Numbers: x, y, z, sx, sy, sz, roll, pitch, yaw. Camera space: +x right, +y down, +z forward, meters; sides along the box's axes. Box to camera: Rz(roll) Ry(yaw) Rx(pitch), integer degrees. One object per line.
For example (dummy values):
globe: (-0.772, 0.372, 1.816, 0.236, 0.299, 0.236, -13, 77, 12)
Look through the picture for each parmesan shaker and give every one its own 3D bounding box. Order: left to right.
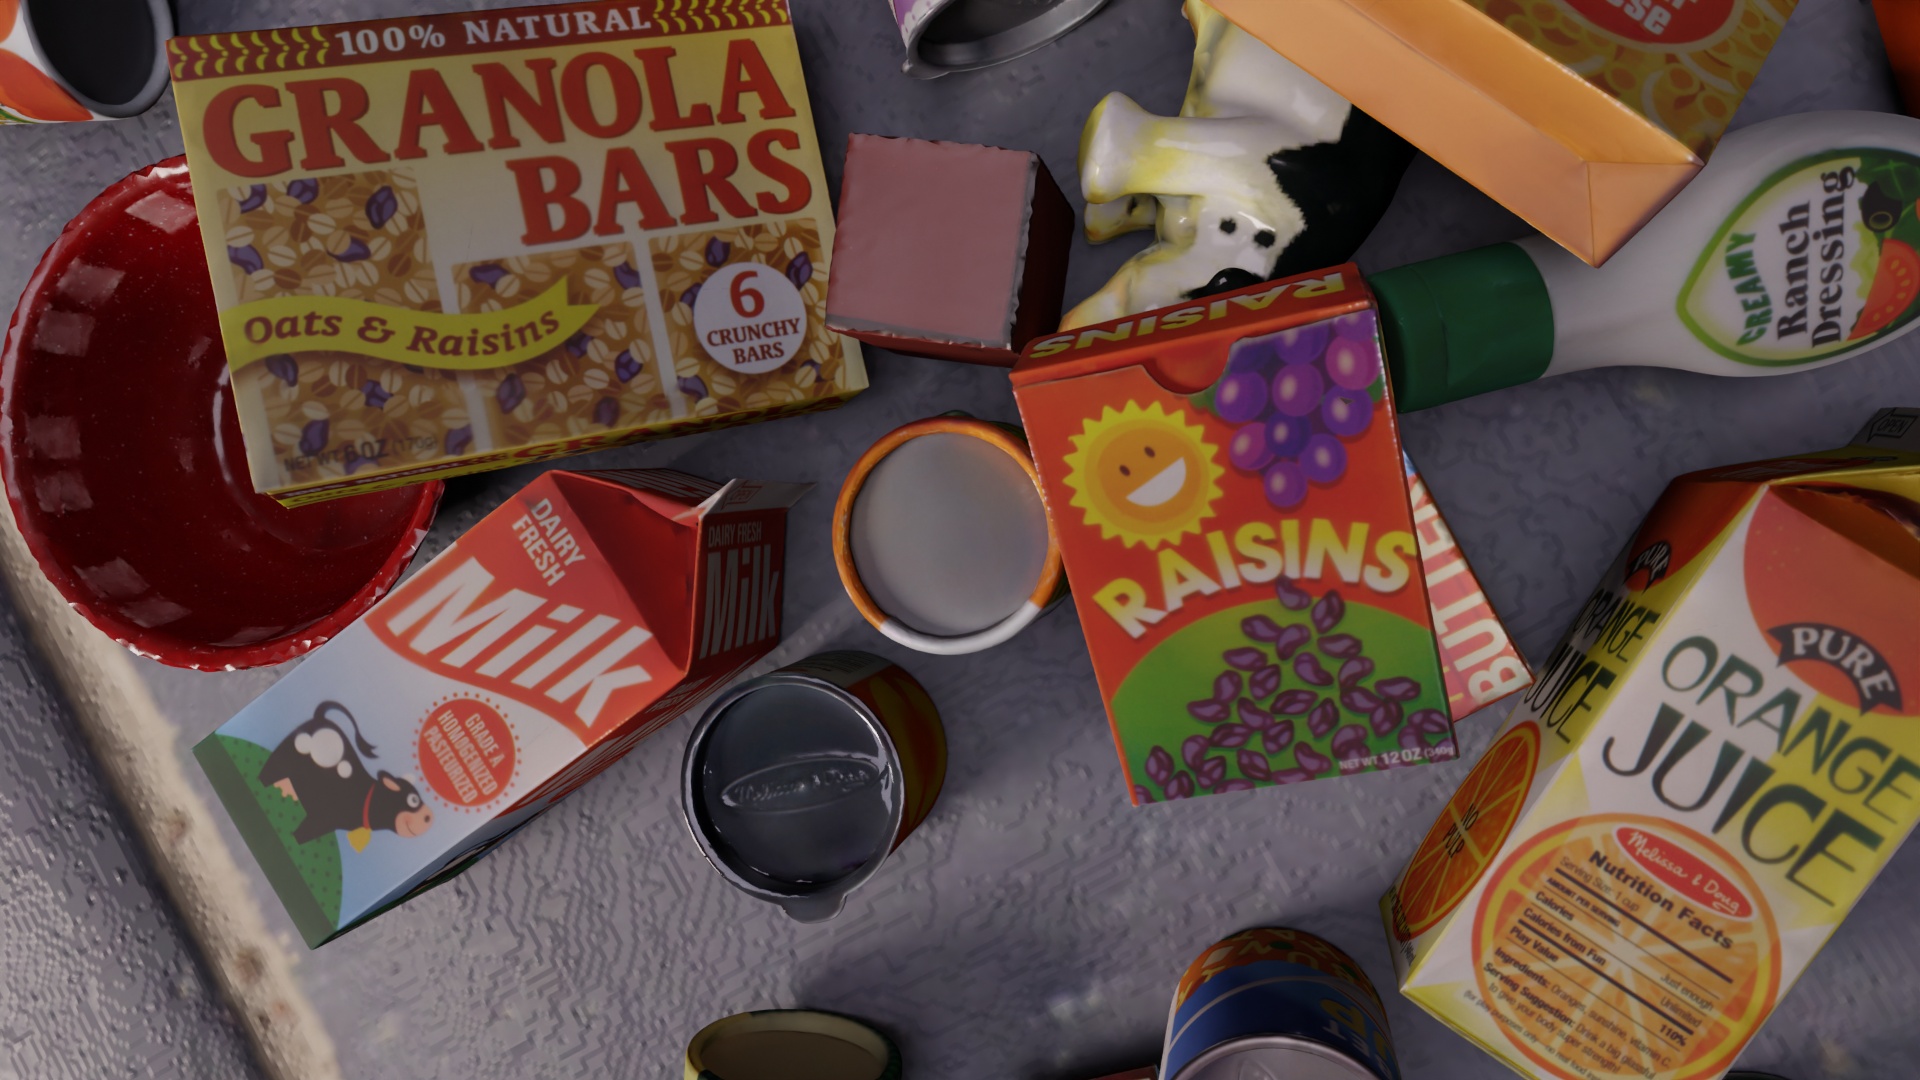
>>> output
parmesan shaker: (-0.053, 0.204, 0.416, 0.071, 0.071, 0.103, 5, 94, 12)

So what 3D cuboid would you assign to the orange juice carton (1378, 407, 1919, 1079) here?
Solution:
orange juice carton: (0.193, 0.048, 0.356, 0.073, 0.072, 0.192, 33, 99, 9)

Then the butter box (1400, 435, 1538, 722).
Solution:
butter box: (0.114, 0.007, 0.395, 0.053, 0.024, 0.103, -29, 86, 13)

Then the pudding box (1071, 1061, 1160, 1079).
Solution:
pudding box: (0.042, 0.197, 0.393, 0.049, 0.030, 0.084, -17, 46, 12)

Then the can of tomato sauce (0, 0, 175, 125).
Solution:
can of tomato sauce: (-0.320, -0.170, 0.461, 0.083, 0.071, 0.071, 1, 93, 12)

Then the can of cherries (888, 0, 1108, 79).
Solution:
can of cherries: (0.004, -0.173, 0.391, 0.071, 0.071, 0.058, -21, 88, 13)

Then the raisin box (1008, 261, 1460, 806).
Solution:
raisin box: (0.070, 0.002, 0.351, 0.086, 0.040, 0.123, -11, 111, 16)

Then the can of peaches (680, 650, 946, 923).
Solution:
can of peaches: (-0.041, 0.071, 0.415, 0.071, 0.058, 0.071, 1, 93, 12)

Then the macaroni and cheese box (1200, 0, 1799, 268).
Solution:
macaroni and cheese box: (0.140, -0.159, 0.330, 0.124, 0.040, 0.167, 37, 63, 5)

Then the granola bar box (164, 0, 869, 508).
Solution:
granola bar box: (-0.121, -0.086, 0.398, 0.166, 0.039, 0.124, -12, 89, -17)

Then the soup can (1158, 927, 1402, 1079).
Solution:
soup can: (0.089, 0.149, 0.376, 0.071, 0.084, 0.071, 1, 93, 12)

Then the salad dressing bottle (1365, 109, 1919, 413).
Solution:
salad dressing bottle: (0.176, -0.066, 0.351, 0.148, 0.044, 0.064, -14, 115, -1)

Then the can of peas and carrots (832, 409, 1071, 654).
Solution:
can of peas and carrots: (0.001, -0.005, 0.402, 0.071, 0.059, 0.071, 1, 93, 12)

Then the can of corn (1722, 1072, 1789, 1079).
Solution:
can of corn: (0.219, 0.184, 0.363, 0.071, 0.058, 0.071, 1, 93, 13)

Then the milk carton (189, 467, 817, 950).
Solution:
milk carton: (-0.128, 0.037, 0.425, 0.190, 0.072, 0.073, -35, 85, 11)

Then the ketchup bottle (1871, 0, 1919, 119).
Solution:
ketchup bottle: (0.283, -0.088, 0.345, 0.064, 0.043, 0.148, -18, 89, 11)
